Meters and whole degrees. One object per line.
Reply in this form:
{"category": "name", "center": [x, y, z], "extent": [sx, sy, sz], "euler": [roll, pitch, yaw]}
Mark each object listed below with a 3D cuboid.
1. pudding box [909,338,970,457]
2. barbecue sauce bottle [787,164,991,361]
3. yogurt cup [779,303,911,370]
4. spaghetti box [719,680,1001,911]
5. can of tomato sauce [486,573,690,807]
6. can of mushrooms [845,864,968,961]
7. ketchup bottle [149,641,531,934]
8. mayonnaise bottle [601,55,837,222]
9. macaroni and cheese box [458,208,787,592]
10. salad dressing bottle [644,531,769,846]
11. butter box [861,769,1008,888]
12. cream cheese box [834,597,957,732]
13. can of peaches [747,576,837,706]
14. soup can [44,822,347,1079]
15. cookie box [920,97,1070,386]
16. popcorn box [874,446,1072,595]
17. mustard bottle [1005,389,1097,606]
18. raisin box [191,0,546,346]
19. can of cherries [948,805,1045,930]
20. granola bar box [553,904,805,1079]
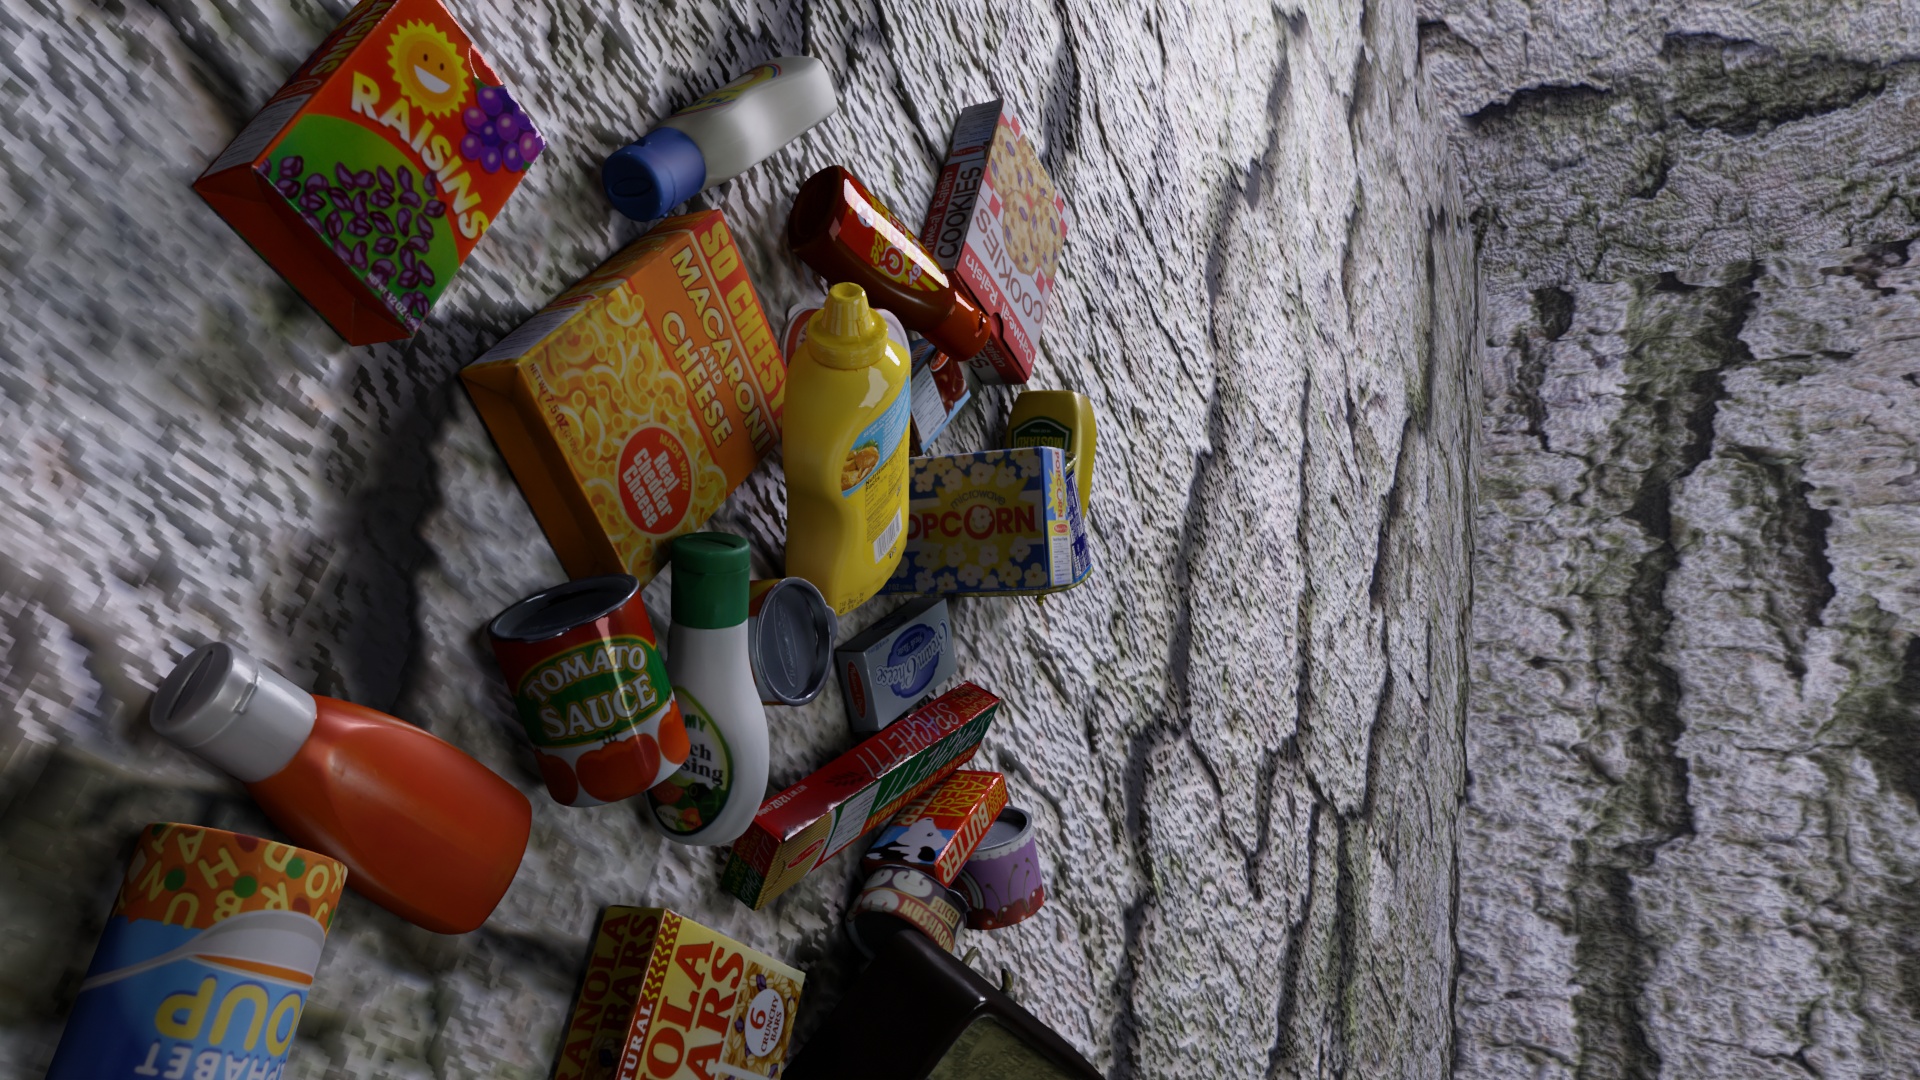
{"category": "pudding box", "center": [-0.028, -0.094, 0.908], "extent": [0.084, 0.030, 0.049], "euler": [-56, 132, -48]}
{"category": "barbecue sauce bottle", "center": [-0.040, -0.163, 0.854], "extent": [0.148, 0.043, 0.065], "euler": [35, 49, -41]}
{"category": "yogurt cup", "center": [-0.065, -0.106, 0.819], "extent": [0.072, 0.054, 0.072], "euler": [10, 79, -60]}
{"category": "spaghetti box", "center": [-0.050, 0.142, 0.819], "extent": [0.251, 0.029, 0.050], "euler": [-23, 140, -59]}
{"category": "can of tomato sauce", "center": [-0.161, 0.066, 0.611], "extent": [0.071, 0.071, 0.082], "euler": [-42, 123, -55]}
{"category": "can of mushrooms", "center": [-0.031, 0.226, 0.820], "extent": [0.034, 0.071, 0.070], "euler": [-56, 133, -46]}
{"category": "ketchup bottle", "center": [-0.227, 0.091, 0.518], "extent": [0.148, 0.043, 0.065], "euler": [53, 42, -44]}
{"category": "mayonnaise bottle", "center": [-0.126, -0.210, 0.720], "extent": [0.149, 0.064, 0.041], "euler": [-51, 131, -46]}
{"category": "macaroni and cheese box", "center": [-0.151, -0.071, 0.676], "extent": [0.167, 0.040, 0.123], "euler": [-56, 135, -47]}
{"category": "salad dressing bottle", "center": [-0.122, 0.071, 0.665], "extent": [0.044, 0.064, 0.147], "euler": [-24, 121, -60]}
{"category": "butter box", "center": [-0.014, 0.181, 0.874], "extent": [0.104, 0.053, 0.024], "euler": [-44, 126, -54]}
{"category": "cream cheese box", "center": [-0.039, 0.076, 0.873], "extent": [0.104, 0.024, 0.053], "euler": [-32, 115, -57]}
{"category": "can of peaches", "center": [-0.107, 0.053, 0.721], "extent": [0.071, 0.058, 0.071], "euler": [15, 73, -60]}
{"category": "soup can", "center": [-0.244, 0.141, 0.452], "extent": [0.071, 0.071, 0.084], "euler": [42, 51, -51]}
{"category": "cookie box", "center": [0.026, -0.215, 1.008], "extent": [0.122, 0.040, 0.168], "euler": [50, 45, -46]}
{"category": "popcorn box", "center": [0.003, -0.011, 0.854], "extent": [0.038, 0.126, 0.085], "euler": [-3, 89, -64]}
{"category": "mustard bottle", "center": [0.065, -0.031, 1.034], "extent": [0.049, 0.065, 0.160], "euler": [13, 79, -64]}
{"category": "raisin box", "center": [-0.228, -0.151, 0.552], "extent": [0.085, 0.040, 0.124], "euler": [56, 41, -41]}
{"category": "can of cherries", "center": [0.017, 0.216, 0.915], "extent": [0.072, 0.071, 0.058], "euler": [-31, 115, -58]}
{"category": "granola bar box", "center": [-0.140, 0.270, 0.653], "extent": [0.124, 0.039, 0.166], "euler": [47, 47, -49]}
